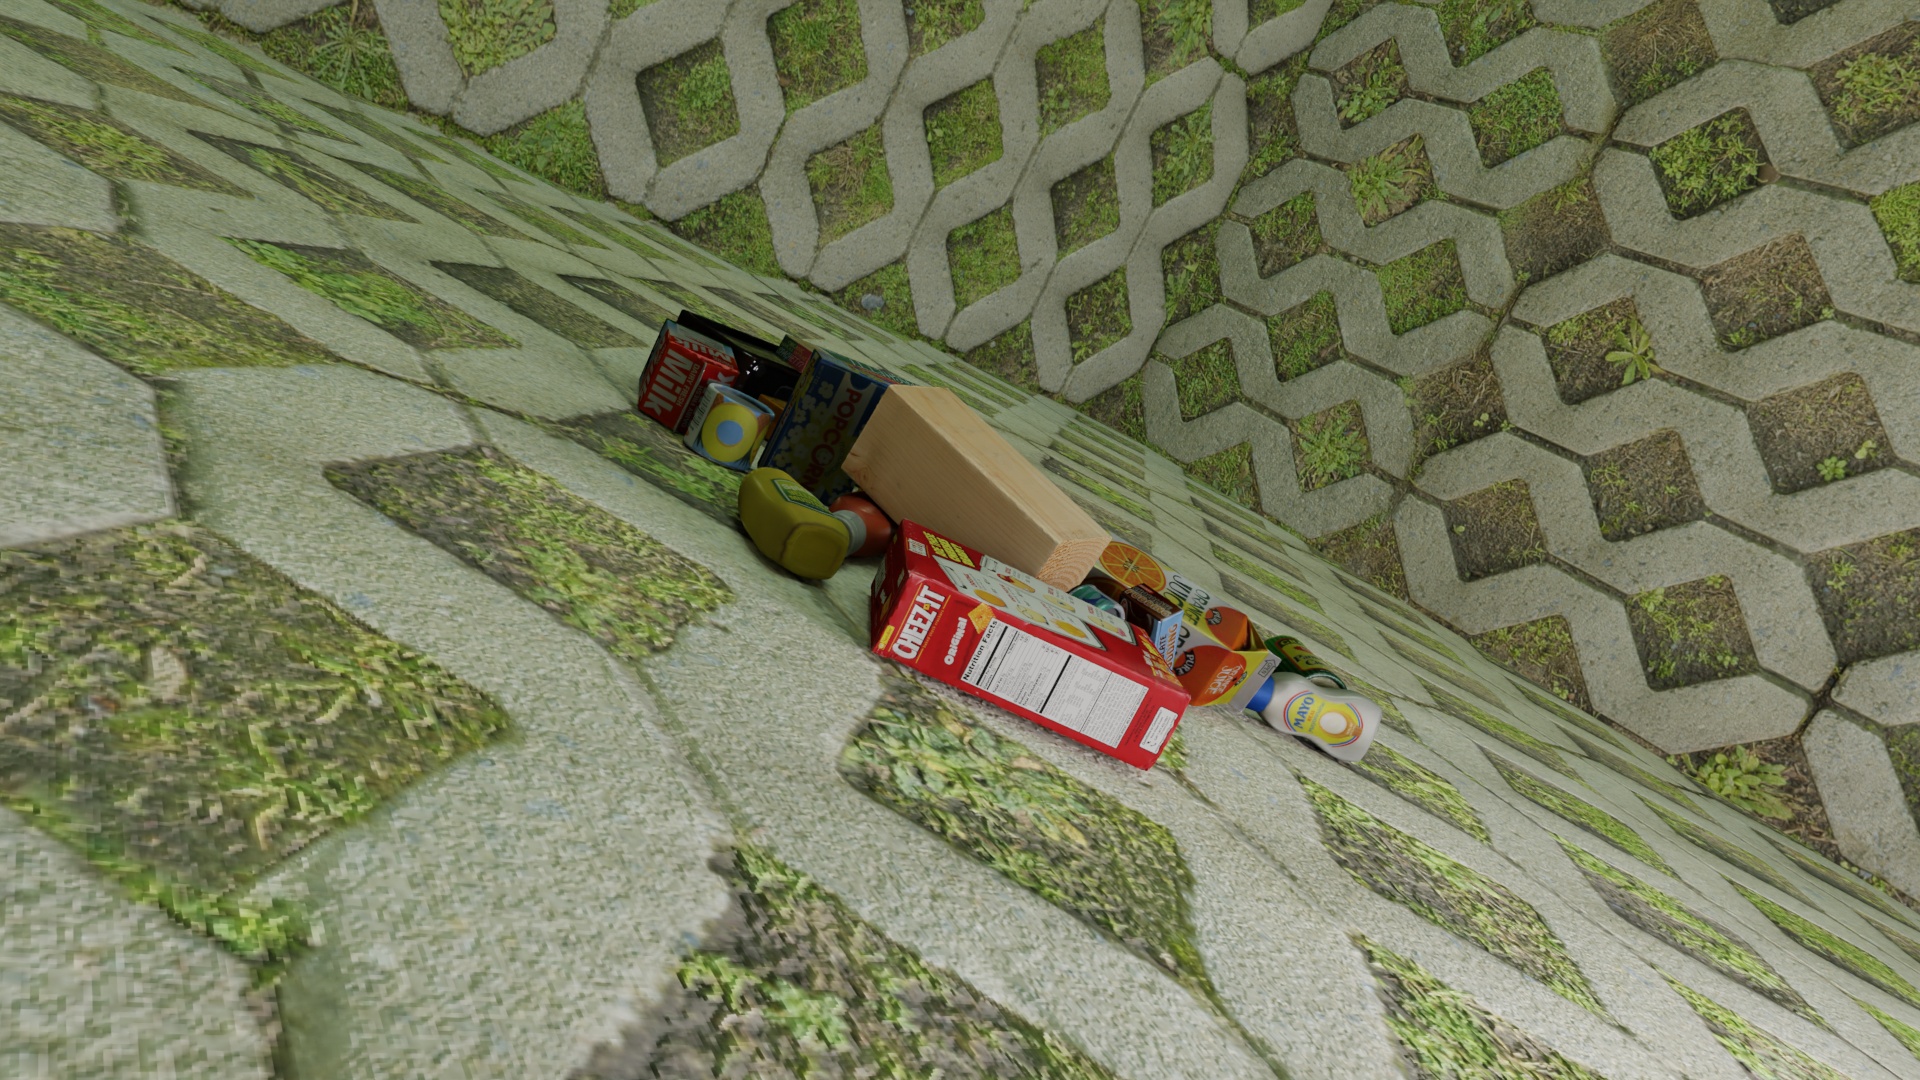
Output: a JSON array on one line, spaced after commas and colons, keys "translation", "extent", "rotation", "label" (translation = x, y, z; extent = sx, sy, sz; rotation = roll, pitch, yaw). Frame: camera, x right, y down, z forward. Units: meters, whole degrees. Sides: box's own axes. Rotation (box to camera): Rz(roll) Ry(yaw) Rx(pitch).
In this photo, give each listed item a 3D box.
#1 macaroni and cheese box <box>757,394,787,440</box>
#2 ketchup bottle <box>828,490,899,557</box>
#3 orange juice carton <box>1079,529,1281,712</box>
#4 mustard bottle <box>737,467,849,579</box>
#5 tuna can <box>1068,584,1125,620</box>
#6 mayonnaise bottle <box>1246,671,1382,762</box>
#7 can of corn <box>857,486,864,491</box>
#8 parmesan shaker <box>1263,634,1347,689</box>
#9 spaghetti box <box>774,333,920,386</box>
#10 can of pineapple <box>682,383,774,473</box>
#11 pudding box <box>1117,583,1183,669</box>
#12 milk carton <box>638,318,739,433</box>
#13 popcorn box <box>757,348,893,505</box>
[{"translation": [-0.126, -0.098, 1.478], "extent": [0.124, 0.040, 0.166], "rotation": [35, 14, 37], "label": "macaroni and cheese box"}, {"translation": [-0.086, -0.011, 1.156], "extent": [0.065, 0.043, 0.149], "rotation": [28, 11, 7], "label": "ketchup bottle"}, {"translation": [0.186, 0.079, 1.240], "extent": [0.193, 0.071, 0.073], "rotation": [32, 31, 7], "label": "orange juice carton"}, {"translation": [-0.139, -0.022, 1.068], "extent": [0.065, 0.048, 0.160], "rotation": [22, 12, -34], "label": "mustard bottle"}, {"translation": [0.102, 0.074, 1.153], "extent": [0.033, 0.071, 0.071], "rotation": [35, 13, 34], "label": "tuna can"}, {"translation": [0.314, 0.155, 1.289], "extent": [0.148, 0.064, 0.041], "rotation": [21, 8, -12], "label": "mayonnaise bottle"}, {"translation": [-0.066, -0.032, 1.263], "extent": [0.071, 0.058, 0.071], "rotation": [26, 10, -5], "label": "can of corn"}, {"translation": [0.336, 0.144, 1.376], "extent": [0.071, 0.071, 0.103], "rotation": [24, 11, -15], "label": "parmesan shaker"}, {"translation": [-0.108, -0.181, 1.571], "extent": [0.050, 0.028, 0.250], "rotation": [37, 13, 33], "label": "spaghetti box"}, {"translation": [-0.207, -0.102, 1.254], "extent": [0.071, 0.057, 0.071], "rotation": [26, 10, -5], "label": "can of pineapple"}, {"translation": [0.157, 0.084, 1.177], "extent": [0.030, 0.083, 0.050], "rotation": [-21, 40, -33], "label": "pudding box"}, {"translation": [-0.262, -0.154, 1.335], "extent": [0.073, 0.072, 0.191], "rotation": [23, 10, -18], "label": "milk carton"}, {"translation": [-0.121, -0.101, 1.271], "extent": [0.085, 0.126, 0.038], "rotation": [22, 15, -24], "label": "popcorn box"}]
